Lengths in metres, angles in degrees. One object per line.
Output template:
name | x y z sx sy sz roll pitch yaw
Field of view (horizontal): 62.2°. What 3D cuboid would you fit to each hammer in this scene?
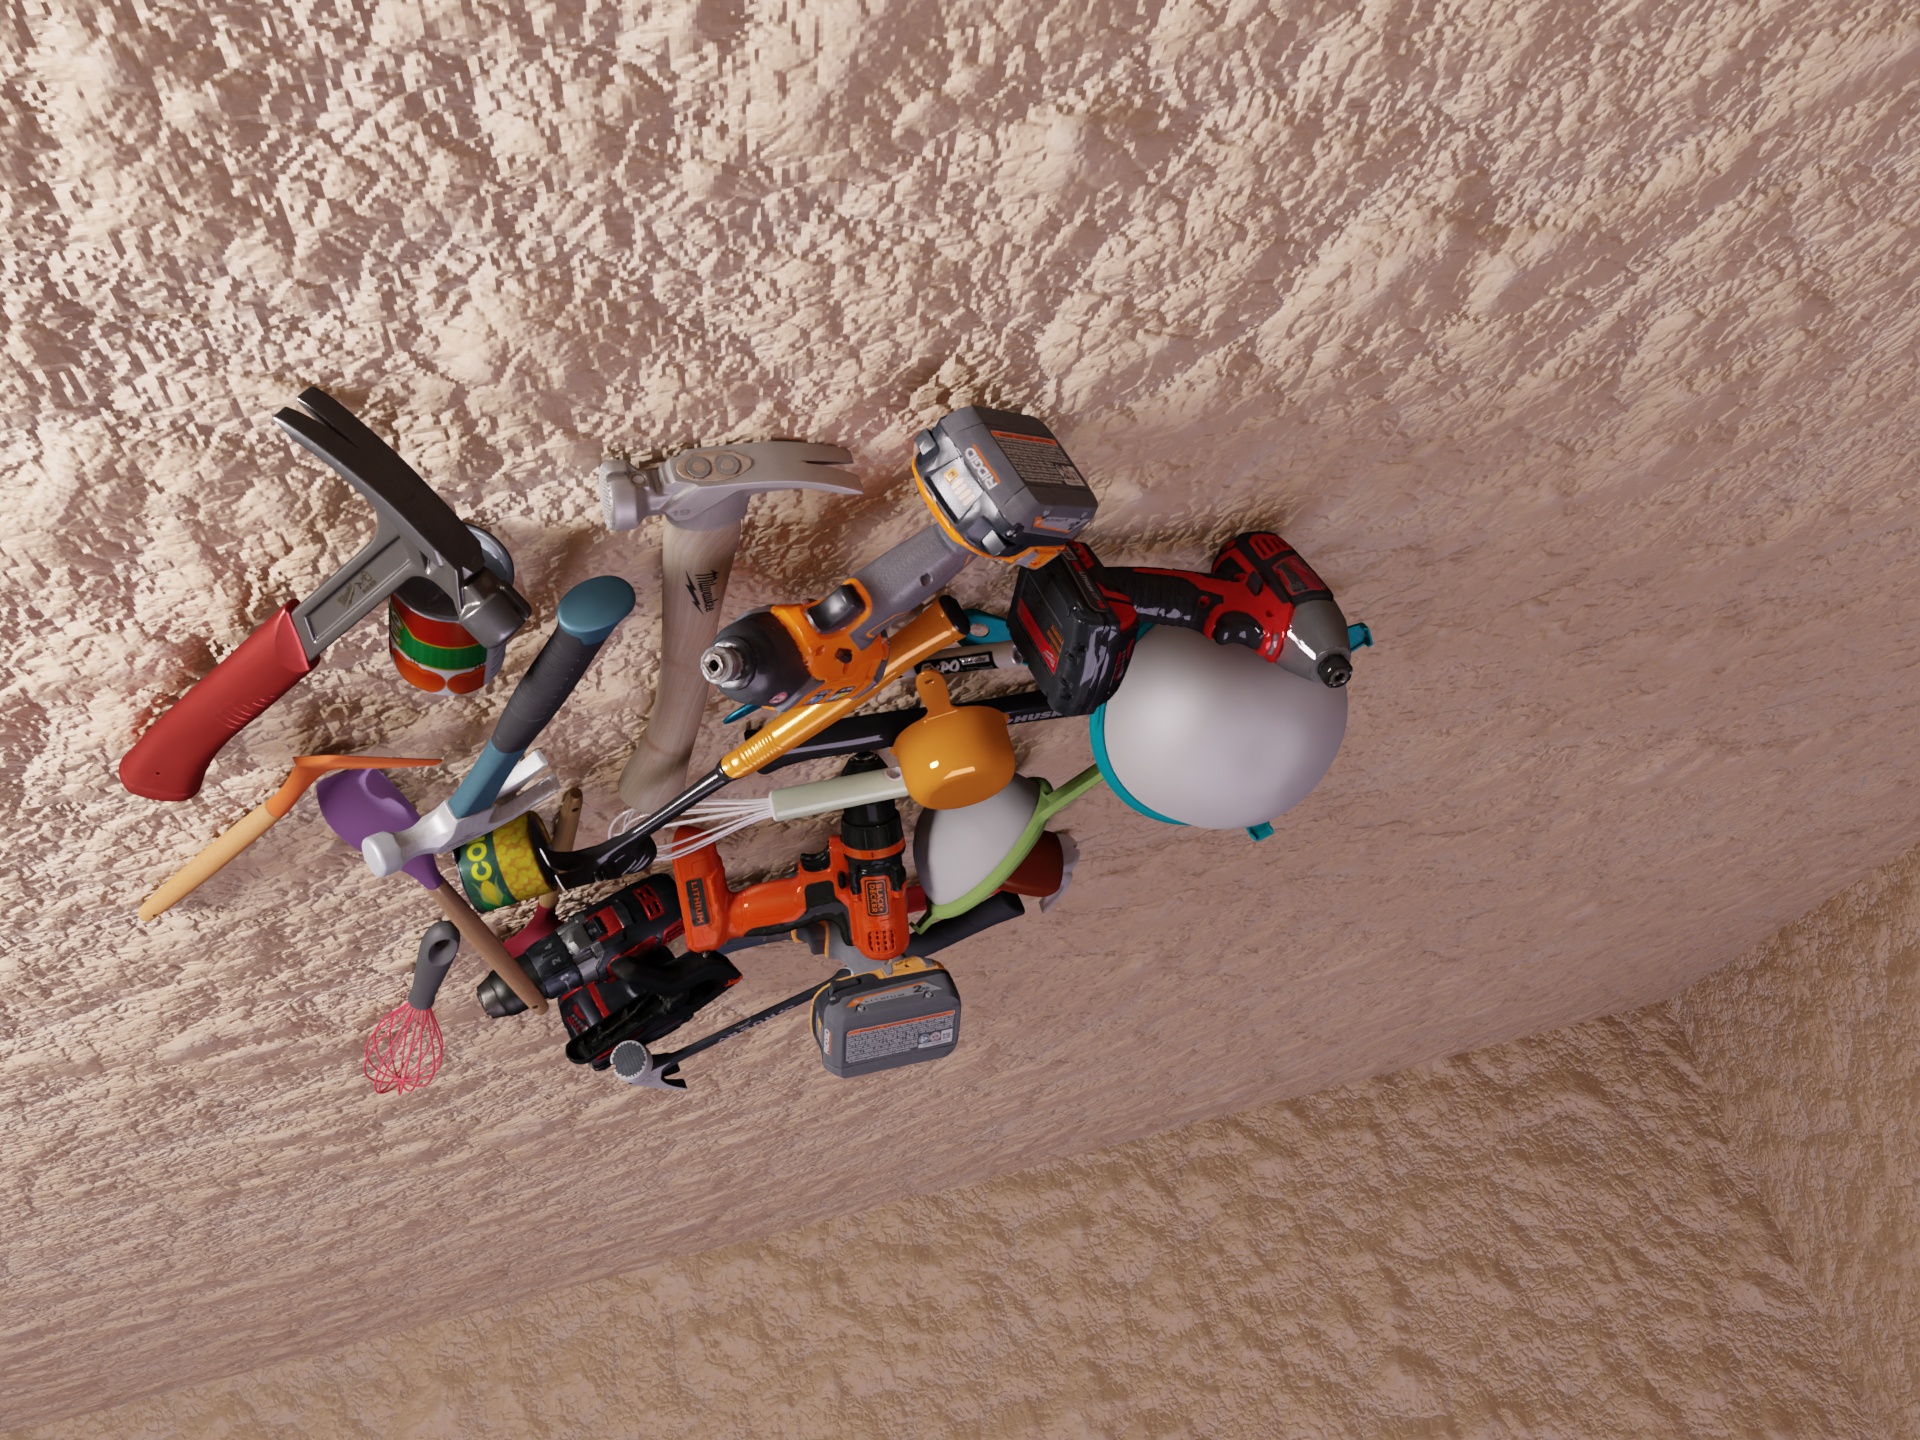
hammer | -0.126 0.257 1.523 0.409 0.036 0.149 -24 160 -5
hammer | -0.171 -0.042 1.047 0.146 0.038 0.410 -9 154 -20
hammer | -0.138 0.017 1.109 0.337 0.034 0.127 -34 172 13
hammer | -0.387 -0.039 0.877 0.359 0.037 0.149 -27 114 38
hammer | -0.078 0.188 1.569 0.386 0.038 0.143 -11 156 -14
hammer | -0.282 0.006 1.009 0.128 0.033 0.331 -25 169 -41
hammer | -0.002 -0.004 1.231 0.334 0.035 0.146 -9 154 -16

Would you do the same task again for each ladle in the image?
ladle | -0.338 0.137 1.318 0.069 0.031 0.315 -11 153 -27

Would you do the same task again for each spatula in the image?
spatula | -0.481 0.079 1.092 0.322 0.041 0.081 -31 159 30
spatula | -0.387 0.138 1.201 0.060 0.018 0.315 -18 136 4

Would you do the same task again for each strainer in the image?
strainer | 0.155 -0.012 1.161 0.340 0.095 0.211 16 109 -26
strainer | 0.037 0.065 1.310 0.069 0.152 0.256 41 131 -14

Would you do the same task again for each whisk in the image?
whisk | -0.153 0.069 1.240 0.246 0.058 0.059 -11 130 -1
whisk | -0.492 0.262 1.444 0.073 0.073 0.295 -1 144 -30

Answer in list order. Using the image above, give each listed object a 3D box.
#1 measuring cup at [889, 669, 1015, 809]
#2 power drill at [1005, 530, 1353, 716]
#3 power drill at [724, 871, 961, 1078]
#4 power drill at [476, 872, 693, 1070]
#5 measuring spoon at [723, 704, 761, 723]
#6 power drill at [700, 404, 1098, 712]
measuring cup | -0.007 0.017 1.162 0.095 0.052 0.173 -17 158 1
power drill | 0.154 -0.067 1.072 0.219 0.143 0.078 -5 131 -21
power drill | -0.114 0.209 1.394 0.185 0.226 0.084 -8 122 -20
power drill | -0.327 0.235 1.419 0.188 0.080 0.226 -28 157 -20
measuring spoon | -0.112 -0.038 1.087 0.128 0.021 0.042 -31 171 5
power drill | -0.044 -0.083 0.924 0.226 0.084 0.164 -37 170 24
